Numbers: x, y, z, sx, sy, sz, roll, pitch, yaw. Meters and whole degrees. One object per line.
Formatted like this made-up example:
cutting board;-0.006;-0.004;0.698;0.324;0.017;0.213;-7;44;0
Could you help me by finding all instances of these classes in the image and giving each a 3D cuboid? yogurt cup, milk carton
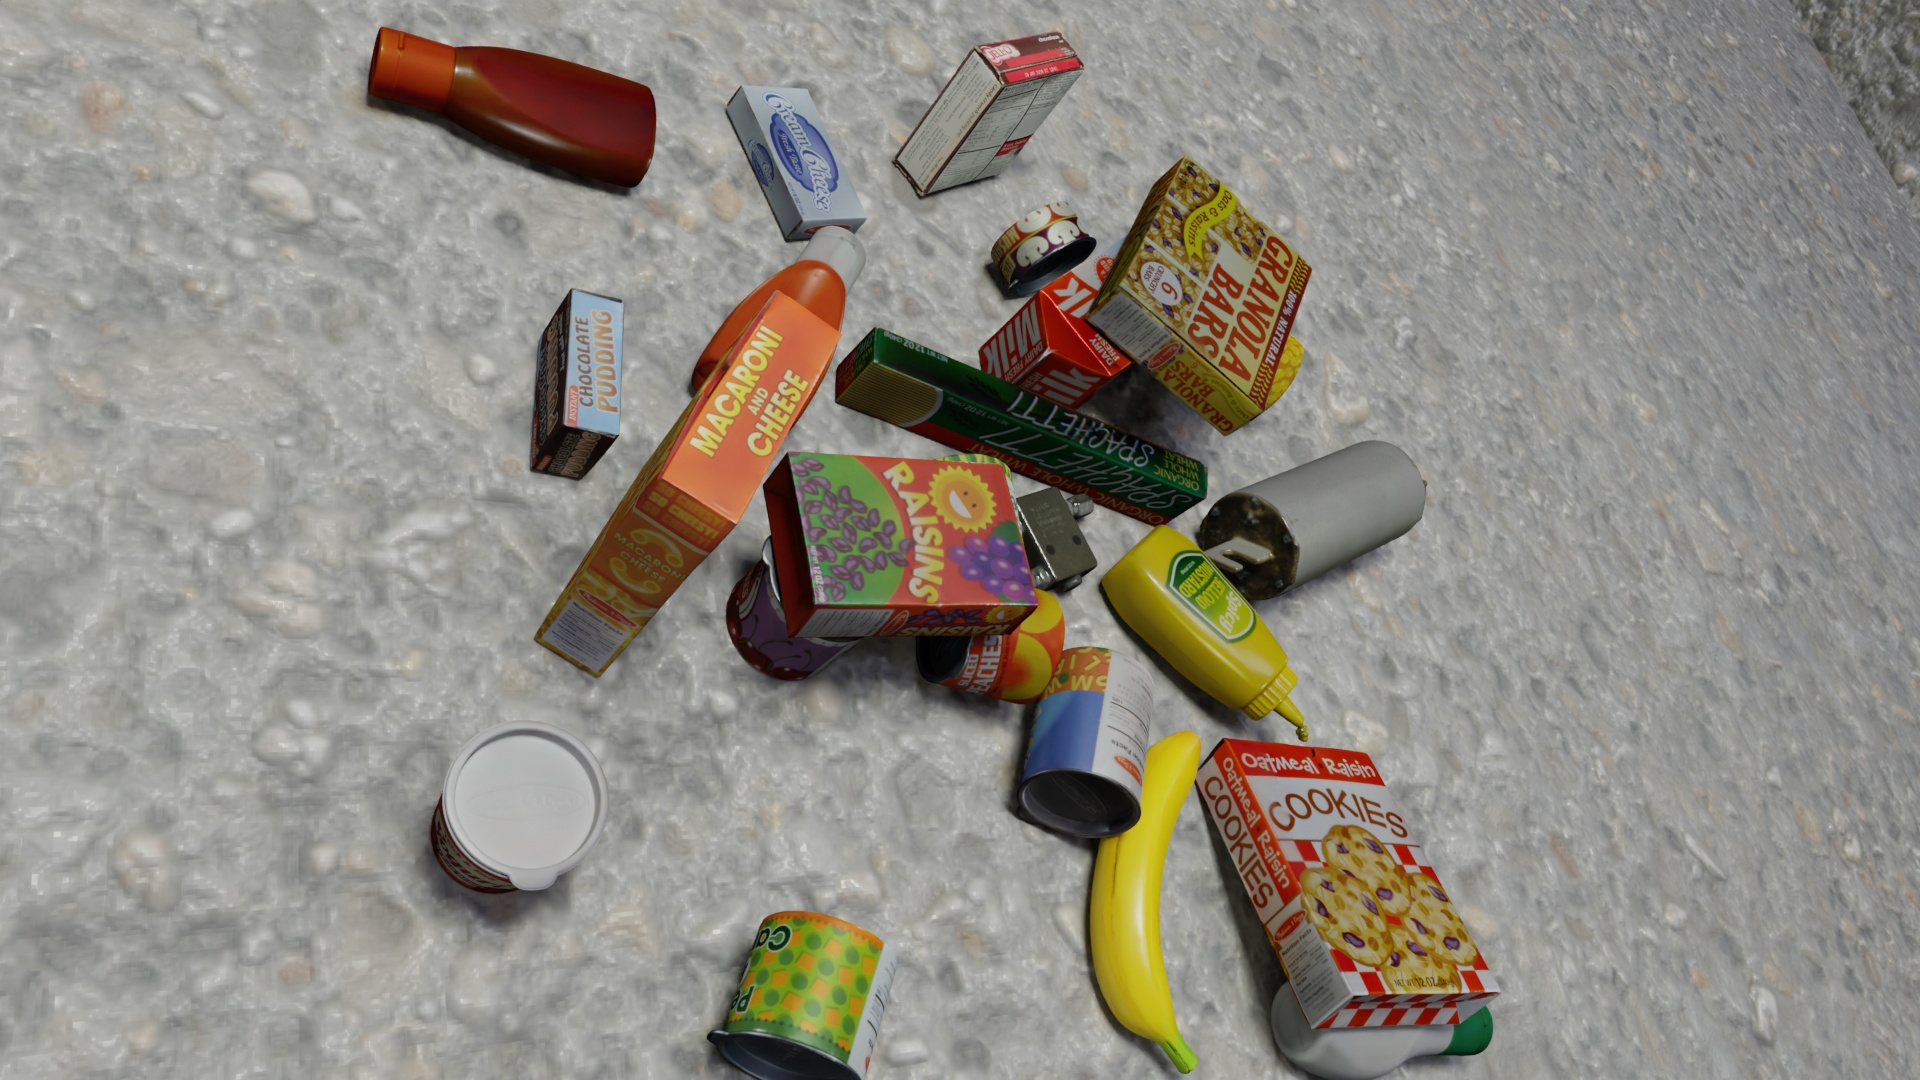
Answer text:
yogurt cup;-0.190;0.116;0.588;0.072;0.053;0.073;17;55;-27
milk carton;0.083;-0.138;0.920;0.073;0.072;0.191;51;47;0

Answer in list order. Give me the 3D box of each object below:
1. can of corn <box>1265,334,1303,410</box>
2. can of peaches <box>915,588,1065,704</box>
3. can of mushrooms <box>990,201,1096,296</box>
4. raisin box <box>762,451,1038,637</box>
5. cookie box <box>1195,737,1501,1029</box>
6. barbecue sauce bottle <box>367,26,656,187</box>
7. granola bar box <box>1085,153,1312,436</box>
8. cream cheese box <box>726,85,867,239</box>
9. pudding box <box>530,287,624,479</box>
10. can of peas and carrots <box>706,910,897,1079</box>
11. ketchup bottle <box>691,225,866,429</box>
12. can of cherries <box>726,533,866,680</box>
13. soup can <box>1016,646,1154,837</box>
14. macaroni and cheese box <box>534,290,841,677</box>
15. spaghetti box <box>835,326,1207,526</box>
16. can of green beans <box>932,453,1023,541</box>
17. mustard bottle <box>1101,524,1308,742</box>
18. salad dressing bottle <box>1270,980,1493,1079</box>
can of corn;0.205;-0.131;1.006;0.058;0.071;0.071;32;50;-17
can of peaches;0.017;0.054;0.762;0.058;0.071;0.071;18;55;-27
can of mushrooms;0.054;-0.196;0.939;0.071;0.070;0.033;-24;79;-42
raisin box;-0.030;0.004;0.693;0.123;0.040;0.086;1;60;-29
cookie box;0.222;0.196;0.810;0.123;0.040;0.168;10;41;-31
barbecue sauce bottle;-0.246;-0.244;0.770;0.149;0.043;0.065;9;59;-30
granola bar box;0.163;-0.165;0.917;0.124;0.039;0.166;38;48;-13
cream cheese box;-0.104;-0.240;0.881;0.053;0.024;0.104;-14;73;-41
pudding box;-0.194;-0.079;0.704;0.030;0.049;0.084;13;58;-31
can of peas and carrots;-0.069;0.204;0.614;0.071;0.070;0.059;32;49;-16
ketchup bottle;-0.097;-0.127;0.805;0.064;0.043;0.149;36;49;-14
can of cherries;-0.081;0.030;0.713;0.071;0.058;0.072;16;56;-26
soup can;0.068;0.111;0.766;0.071;0.071;0.084;30;46;-17
macaroni and cheese box;-0.128;-0.023;0.638;0.040;0.165;0.124;34;49;-14
spaghetti box;0.044;-0.066;0.864;0.250;0.050;0.029;20;56;-25
can of green beans;0.001;-0.009;0.789;0.071;0.071;0.058;9;59;-32
mustard bottle;0.162;0.063;0.862;0.160;0.048;0.065;45;47;5
salad dressing bottle;0.248;0.281;0.808;0.148;0.043;0.064;13;53;-30
